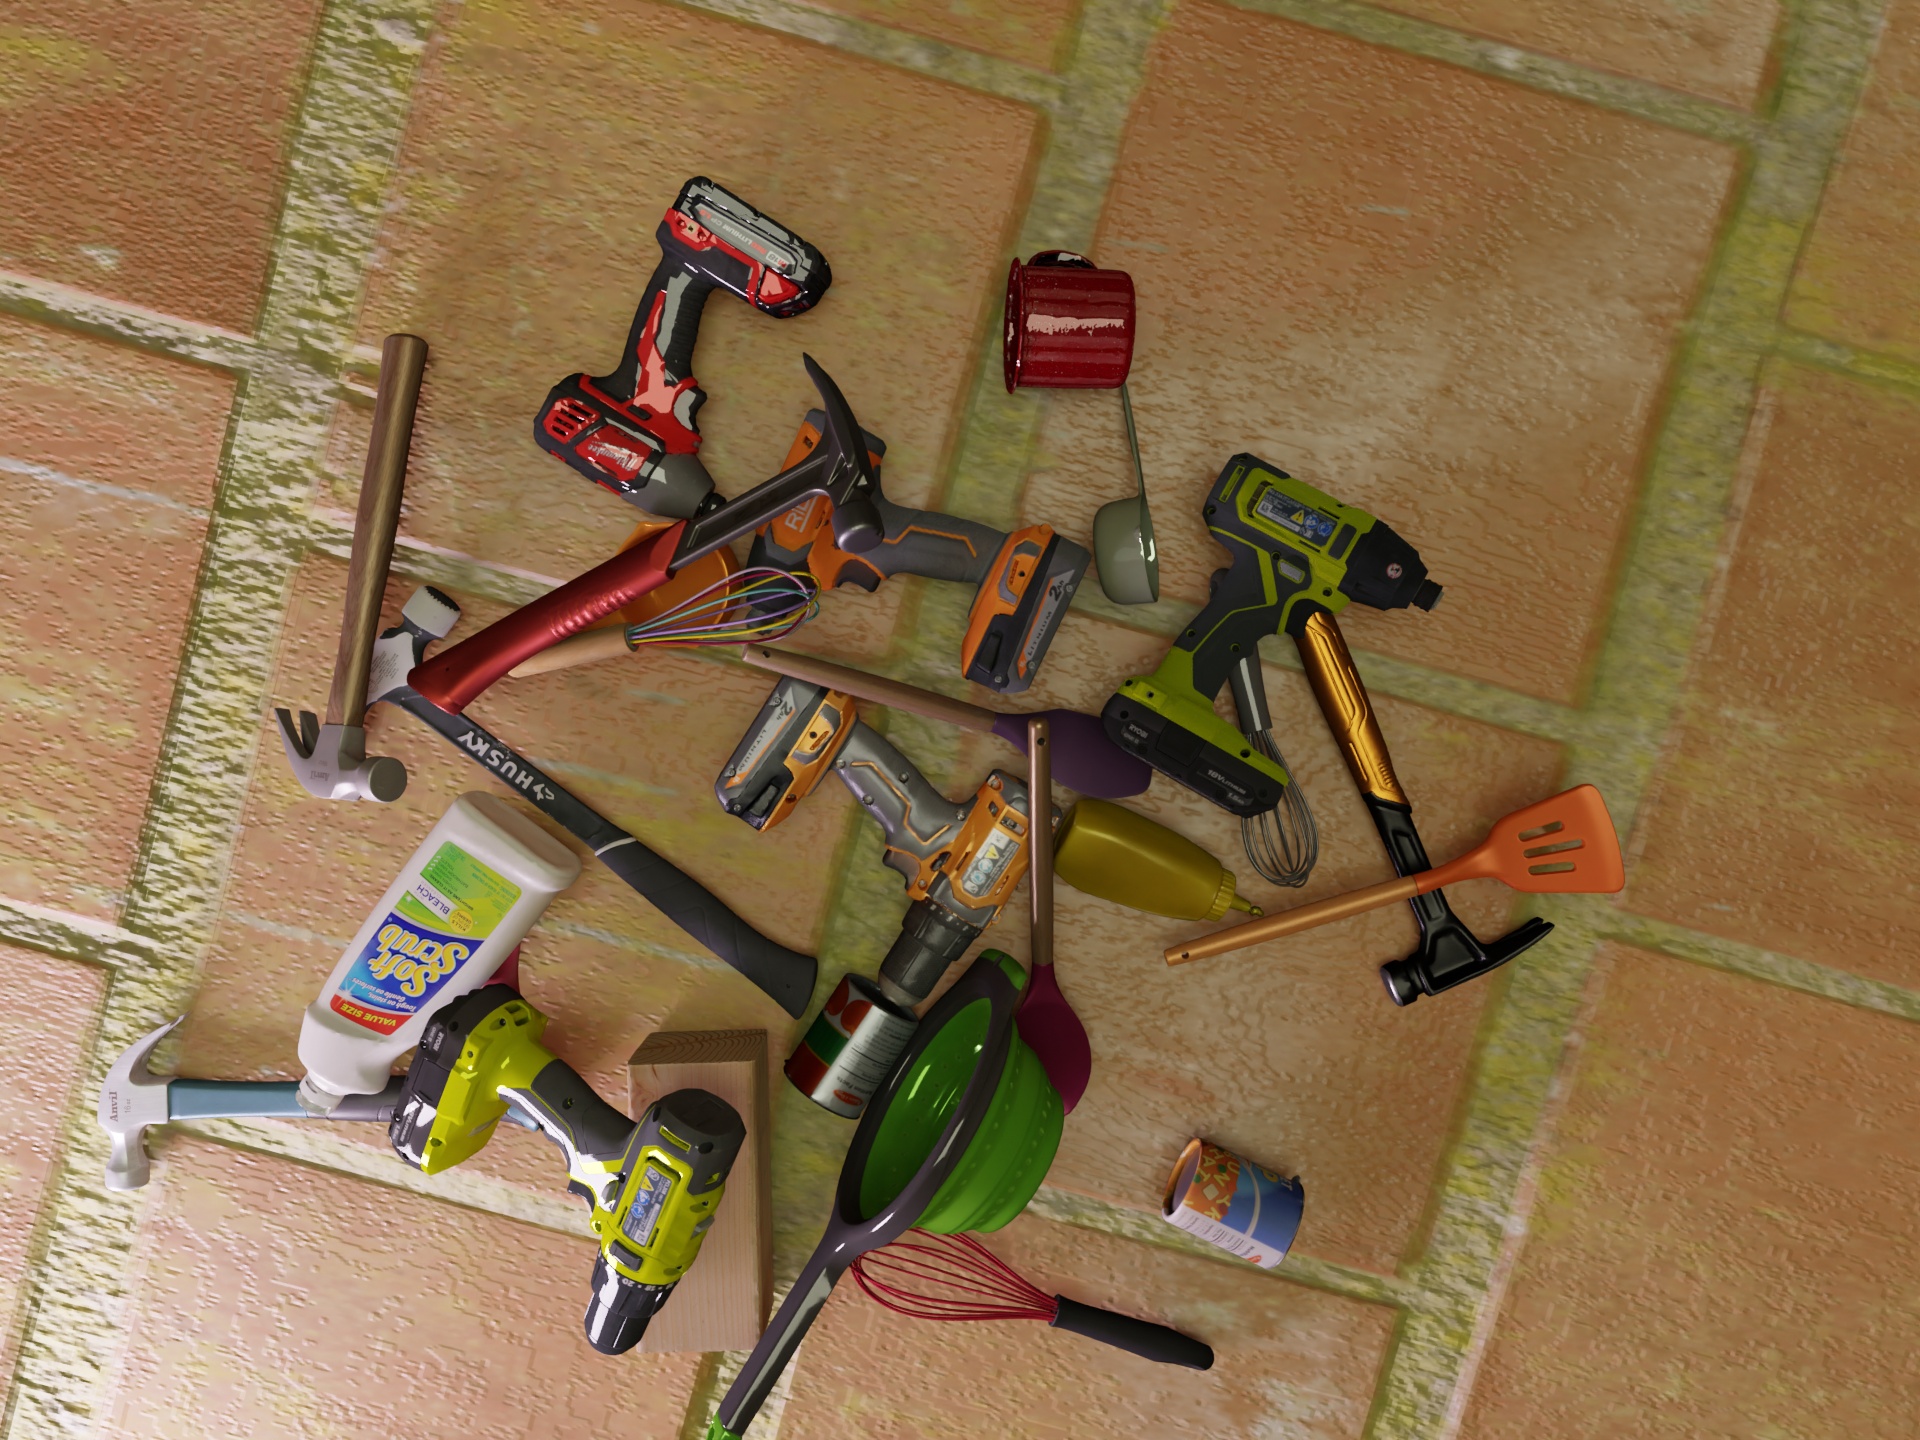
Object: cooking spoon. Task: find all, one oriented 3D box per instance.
[{"bbox_3d":[0.059,0.148,1.136,0.068,0.017,0.318,-4,110,-5],"label":"cooking spoon"}]

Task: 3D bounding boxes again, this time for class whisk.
[{"bbox_3d":[0.215,0.006,1.155,0.055,0.055,0.239,-12,89,0],"label":"whisk"},{"bbox_3d":[-0.206,-0.064,1.095,0.245,0.051,0.047,-11,73,18],"label":"whisk"},{"bbox_3d":[0.051,0.429,1.174,0.295,0.073,0.073,20,93,-7],"label":"whisk"}]

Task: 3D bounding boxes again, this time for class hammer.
[{"bbox_3d":[-0.417,-0.109,1.118,0.130,0.031,0.331,2,82,37],"label":"hammer"},{"bbox_3d":[-0.271,0.084,1.158,0.409,0.036,0.149,38,94,-3],"label":"hammer"},{"bbox_3d":[-0.463,0.280,1.169,0.331,0.033,0.128,0,95,-1],"label":"hammer"},{"bbox_3d":[0.309,0.034,1.161,0.127,0.034,0.337,-25,94,2],"label":"hammer"},{"bbox_3d":[-0.223,-0.107,1.075,0.359,0.036,0.149,-26,62,14],"label":"hammer"}]

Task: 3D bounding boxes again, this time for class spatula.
[{"bbox_3d":[0.301,0.125,1.131,0.322,0.041,0.081,-17,95,3],"label":"spatula"},{"bbox_3d":[-0.002,-0.004,1.115,0.315,0.018,0.060,17,73,-19],"label":"spatula"}]

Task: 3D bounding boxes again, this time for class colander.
[{"bbox_3d":[-0.037,0.351,1.087,0.094,0.204,0.397,33,85,-11],"label":"colander"}]

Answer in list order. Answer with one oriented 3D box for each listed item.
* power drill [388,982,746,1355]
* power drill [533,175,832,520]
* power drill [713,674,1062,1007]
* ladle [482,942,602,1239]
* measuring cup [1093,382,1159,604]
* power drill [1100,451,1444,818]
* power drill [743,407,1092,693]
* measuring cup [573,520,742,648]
[{"bbox_3d":[-0.270,0.301,1.078,0.228,0.080,0.190,29,105,17],"label":"power drill"},{"bbox_3d":[-0.188,-0.252,1.119,0.143,0.078,0.219,32,96,-2],"label":"power drill"},{"bbox_3d":[-0.066,0.082,1.140,0.226,0.084,0.185,32,93,-7],"label":"power drill"},{"bbox_3d":[-0.303,0.252,1.146,0.069,0.031,0.315,-27,83,6],"label":"ladle"},{"bbox_3d":[0.112,-0.163,1.138,0.038,0.083,0.168,-9,77,14],"label":"measuring cup"},{"bbox_3d":[0.212,-0.051,1.099,0.171,0.080,0.223,30,90,11],"label":"power drill"},{"bbox_3d":[-0.039,-0.101,1.128,0.226,0.084,0.164,26,93,2],"label":"power drill"},{"bbox_3d":[-0.237,-0.082,1.143,0.173,0.052,0.095,-22,94,14],"label":"measuring cup"}]
